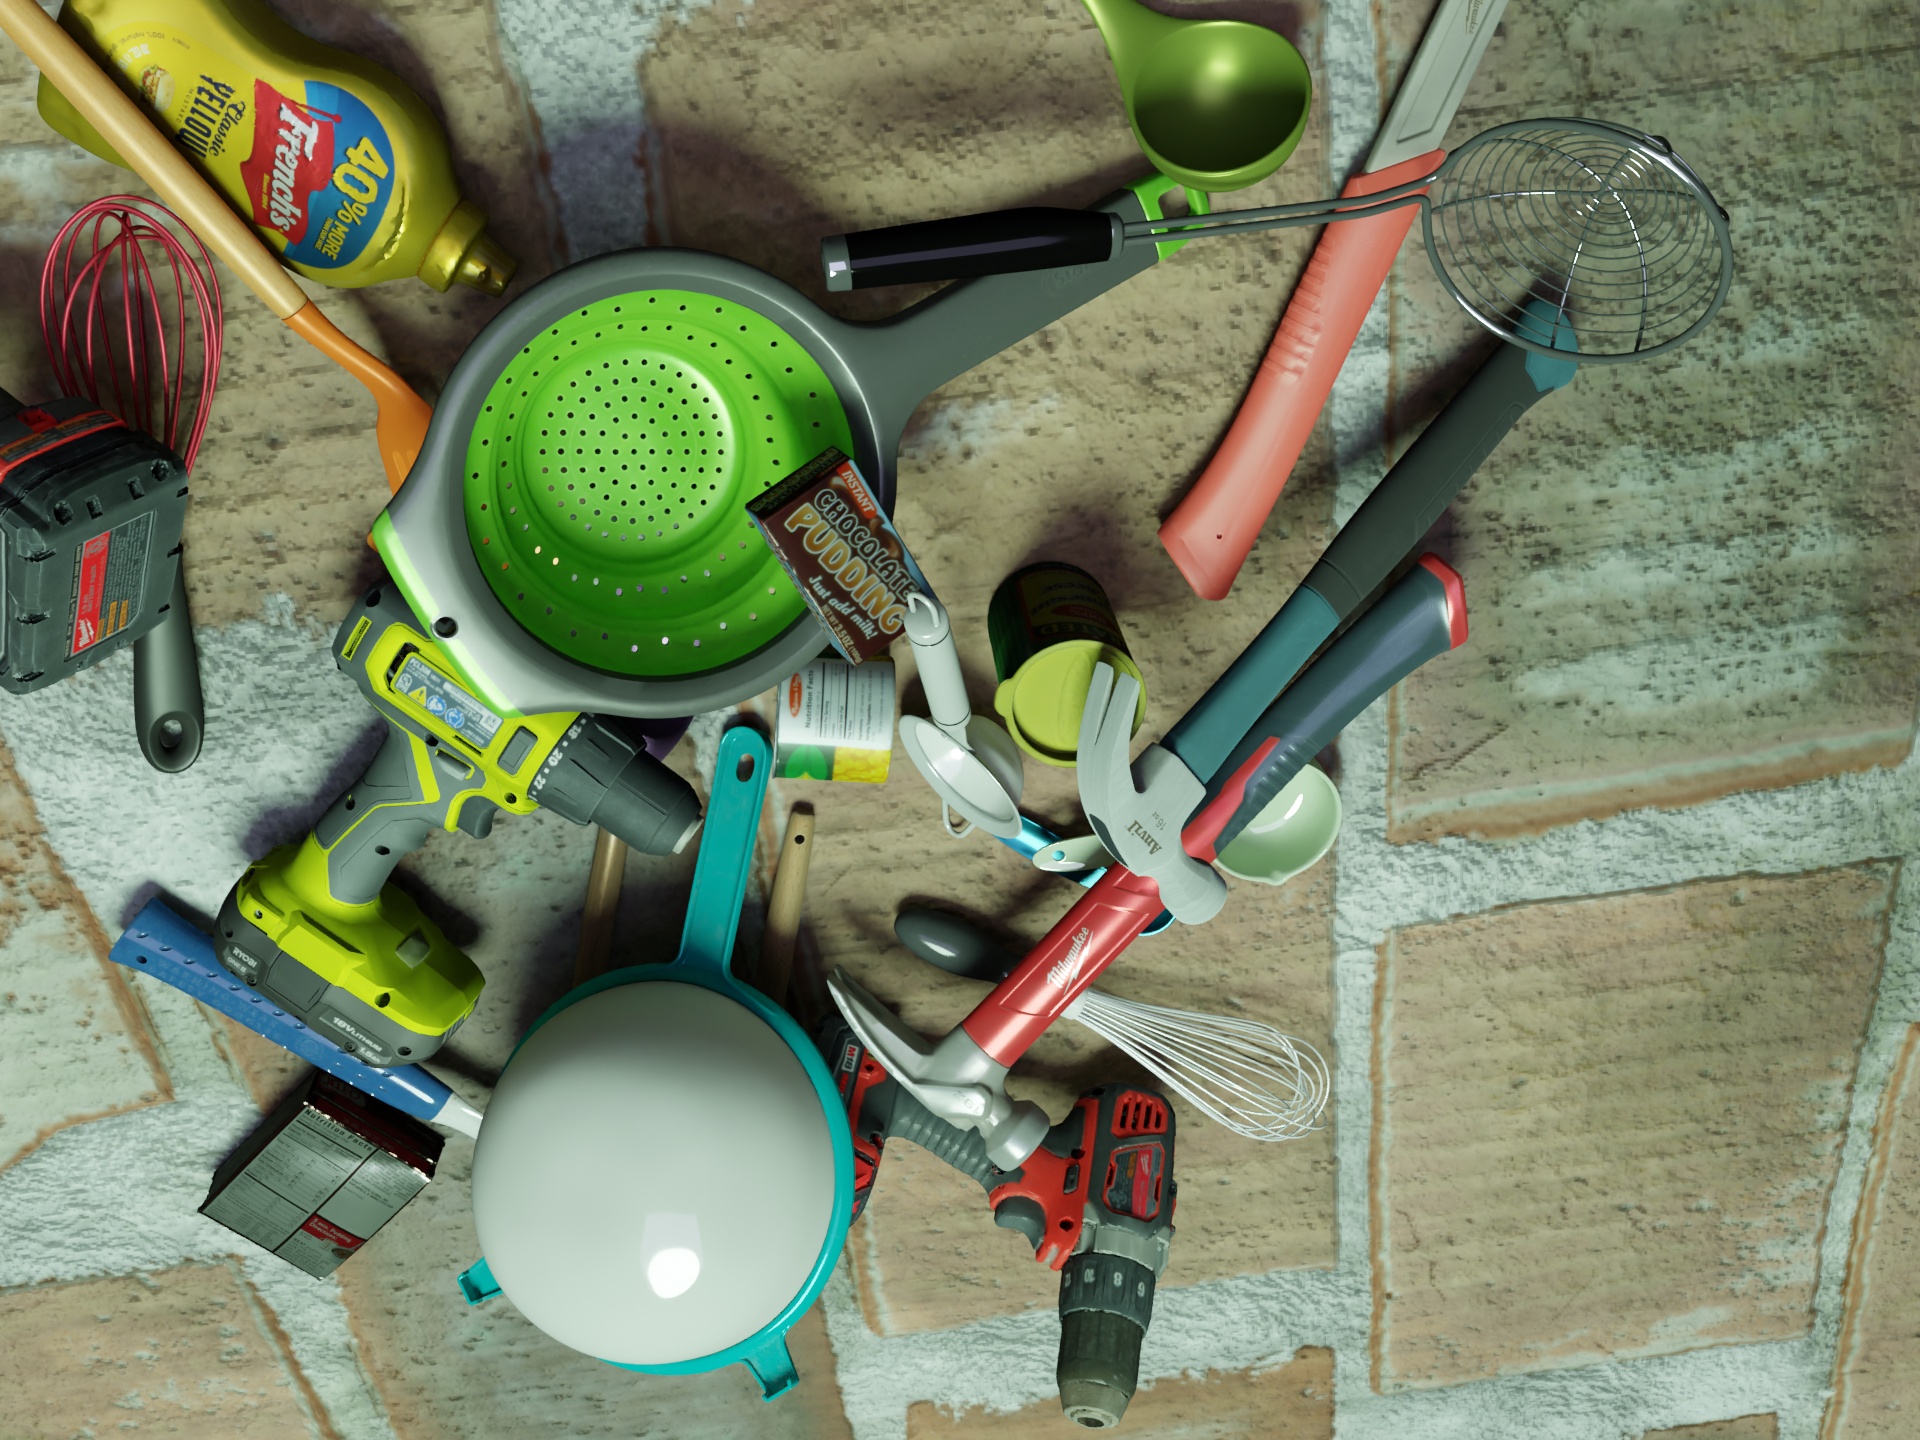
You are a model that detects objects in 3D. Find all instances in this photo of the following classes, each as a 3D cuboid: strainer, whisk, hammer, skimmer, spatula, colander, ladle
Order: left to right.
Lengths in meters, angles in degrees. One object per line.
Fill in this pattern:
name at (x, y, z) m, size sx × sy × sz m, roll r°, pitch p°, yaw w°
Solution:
whisk at (-0.377, -0.098, 0.741) m, size 0.073 × 0.073 × 0.295 m, roll 8°, pitch 122°, yaw -8°
spatula at (-0.301, -0.185, 0.663) m, size 0.081 × 0.041 × 0.322 m, roll 6°, pitch 145°, yaw 41°
hammer at (-0.281, 0.220, 0.900) m, size 0.405 × 0.035 × 0.144 m, roll 35°, pitch 121°, yaw -14°
spatula at (-0.187, 0.069, 0.861) m, size 0.059 × 0.018 × 0.315 m, roll 11°, pitch 115°, yaw -11°
strainer at (-0.153, 0.168, 0.797) m, size 0.211 × 0.095 × 0.340 m, roll 11°, pitch 89°, yaw 15°
spatula at (-0.120, 0.189, 0.926) m, size 0.082 × 0.044 × 0.317 m, roll 10°, pitch 111°, yaw -8°
colander at (-0.070, -0.153, 0.727) m, size 0.397 × 0.095 × 0.204 m, roll -31°, pitch 120°, yaw -8°
strainer at (-0.001, -0.002, 0.763) m, size 0.087 × 0.258 × 0.050 m, roll 38°, pitch 77°, yaw 19°
ladle at (0.024, -0.343, 0.644) m, size 0.320 × 0.062 × 0.078 m, roll 42°, pitch 84°, yaw -19°
whisk at (0.089, 0.171, 0.917) m, size 0.284 × 0.070 × 0.070 m, roll 26°, pitch 113°, yaw -10°
hammer at (0.102, 0.054, 0.820) m, size 0.143 × 0.038 × 0.386 m, roll 43°, pitch 100°, yaw 0°
skimmer at (0.128, -0.184, 0.656) m, size 0.363 × 0.090 × 0.127 m, roll -8°, pitch 157°, yaw -6°
hammer at (0.177, -0.064, 0.744) m, size 0.331 × 0.033 × 0.128 m, roll -49°, pitch 122°, yaw -6°
hammer at (0.192, -0.216, 0.732) m, size 0.149 × 0.037 × 0.359 m, roll 17°, pitch 114°, yaw -13°

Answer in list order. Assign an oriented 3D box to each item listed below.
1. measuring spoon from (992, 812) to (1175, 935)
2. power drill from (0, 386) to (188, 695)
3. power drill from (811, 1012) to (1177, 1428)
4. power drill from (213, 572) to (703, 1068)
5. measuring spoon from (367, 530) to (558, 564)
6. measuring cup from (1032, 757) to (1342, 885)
measuring spoon at (0.065, 0.077, 0.888) m, size 0.128 × 0.021 × 0.042 m, roll 30°, pitch 112°, yaw -8°
power drill at (-0.445, -0.120, 0.678) m, size 0.219 × 0.078 × 0.143 m, roll 38°, pitch 130°, yaw 4°
power drill at (0.008, 0.271, 0.878) m, size 0.226 × 0.188 × 0.080 m, roll 16°, pitch 139°, yaw -3°
power drill at (-0.255, 0.062, 0.802) m, size 0.190 × 0.080 × 0.228 m, roll 36°, pitch 110°, yaw -4°
measuring spoon at (-0.232, -0.083, 0.782) m, size 0.117 × 0.011 × 0.021 m, roll 5°, pitch 117°, yaw -7°
measuring cup at (0.121, 0.054, 0.866) m, size 0.167 × 0.038 × 0.083 m, roll -10°, pitch 117°, yaw 3°
